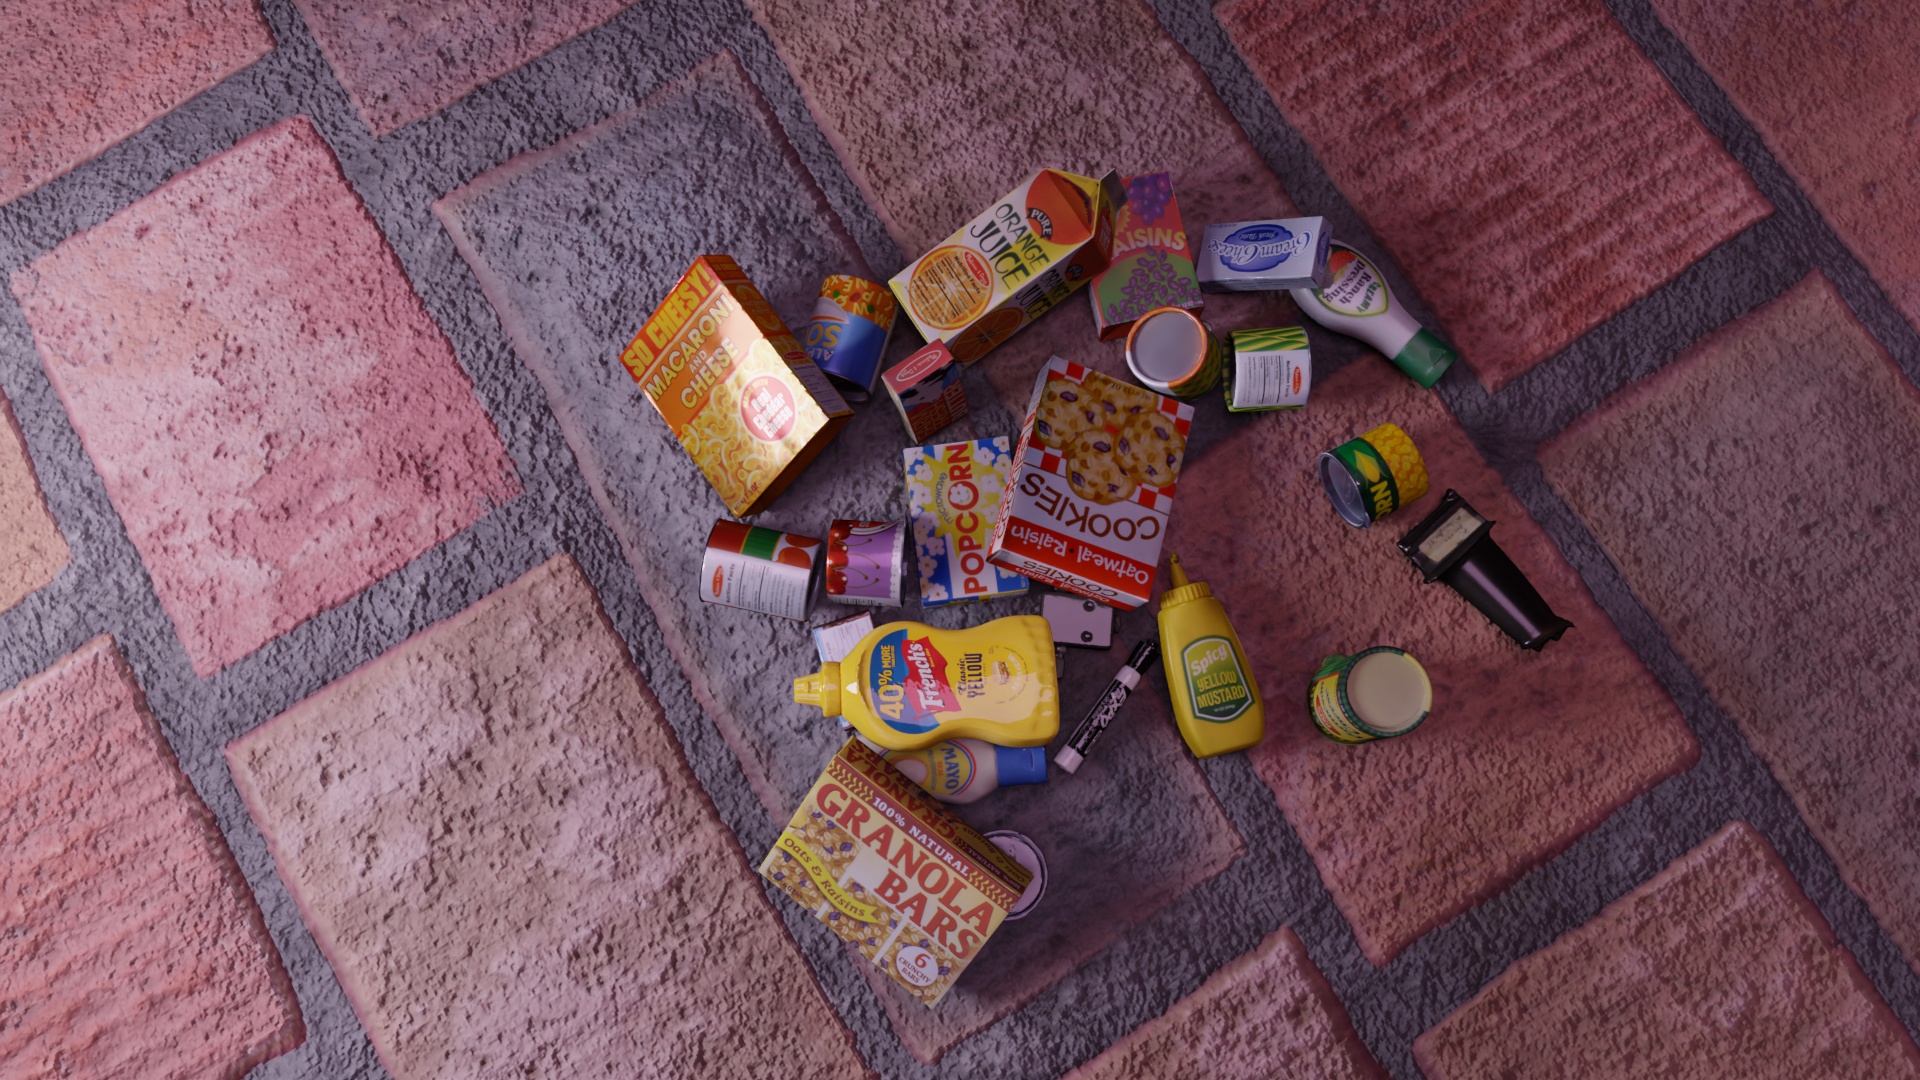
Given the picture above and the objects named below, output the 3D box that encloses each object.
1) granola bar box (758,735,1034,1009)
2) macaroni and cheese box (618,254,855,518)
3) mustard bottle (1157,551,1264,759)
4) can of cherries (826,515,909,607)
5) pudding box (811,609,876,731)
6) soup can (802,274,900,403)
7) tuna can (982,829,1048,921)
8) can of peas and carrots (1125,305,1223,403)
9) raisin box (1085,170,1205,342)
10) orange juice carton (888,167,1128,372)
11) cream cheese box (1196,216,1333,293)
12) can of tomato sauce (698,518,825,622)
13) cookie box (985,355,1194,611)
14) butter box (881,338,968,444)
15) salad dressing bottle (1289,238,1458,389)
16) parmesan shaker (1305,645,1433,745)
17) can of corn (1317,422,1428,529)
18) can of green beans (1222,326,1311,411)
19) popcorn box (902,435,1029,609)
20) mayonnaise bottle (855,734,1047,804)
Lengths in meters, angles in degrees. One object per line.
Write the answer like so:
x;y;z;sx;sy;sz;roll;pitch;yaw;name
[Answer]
-0.048;0.241;1.005;0.165;0.039;0.123;36;113;8;granola bar box
-0.177;-0.120;1.083;0.123;0.040;0.166;-43;78;28;macaroni and cheese box
0.183;0.084;1.062;0.065;0.048;0.160;-15;79;-4;mustard bottle
-0.071;0.015;1.069;0.058;0.071;0.071;3;78;2;can of cherries
-0.080;0.101;1.070;0.050;0.030;0.084;-18;79;-5;pudding box
-0.093;-0.161;1.106;0.071;0.071;0.084;15;78;4;soup can
0.029;0.248;1.036;0.071;0.032;0.071;0;78;0;tuna can
0.171;-0.149;1.096;0.071;0.059;0.071;-3;82;22;can of peas and carrots
0.141;-0.233;1.135;0.086;0.040;0.123;-12;78;-1;raisin box
0.048;-0.222;1.091;0.192;0.072;0.073;-35;74;8;orange juice carton
0.243;-0.229;1.115;0.104;0.024;0.053;5;78;37;cream cheese box
-0.151;0.022;1.070;0.083;0.071;0.071;12;79;2;can of tomato sauce
0.101;-0.043;1.073;0.123;0.040;0.168;19;71;-10;cookie box
-0.026;-0.114;1.078;0.053;0.103;0.024;-33;71;-4;butter box
0.332;-0.182;1.121;0.148;0.044;0.064;41;82;8;salad dressing bottle
0.299;0.113;1.028;0.071;0.103;0.071;0;78;1;parmesan shaker
0.322;-0.049;1.080;0.058;0.071;0.071;-26;79;-5;can of corn
0.241;-0.135;1.100;0.058;0.071;0.071;-2;78;1;can of green beans
0.004;-0.014;1.089;0.085;0.038;0.127;-7;78;-1;popcorn box
-0.010;0.171;1.048;0.148;0.041;0.065;-6;81;0;mayonnaise bottle
